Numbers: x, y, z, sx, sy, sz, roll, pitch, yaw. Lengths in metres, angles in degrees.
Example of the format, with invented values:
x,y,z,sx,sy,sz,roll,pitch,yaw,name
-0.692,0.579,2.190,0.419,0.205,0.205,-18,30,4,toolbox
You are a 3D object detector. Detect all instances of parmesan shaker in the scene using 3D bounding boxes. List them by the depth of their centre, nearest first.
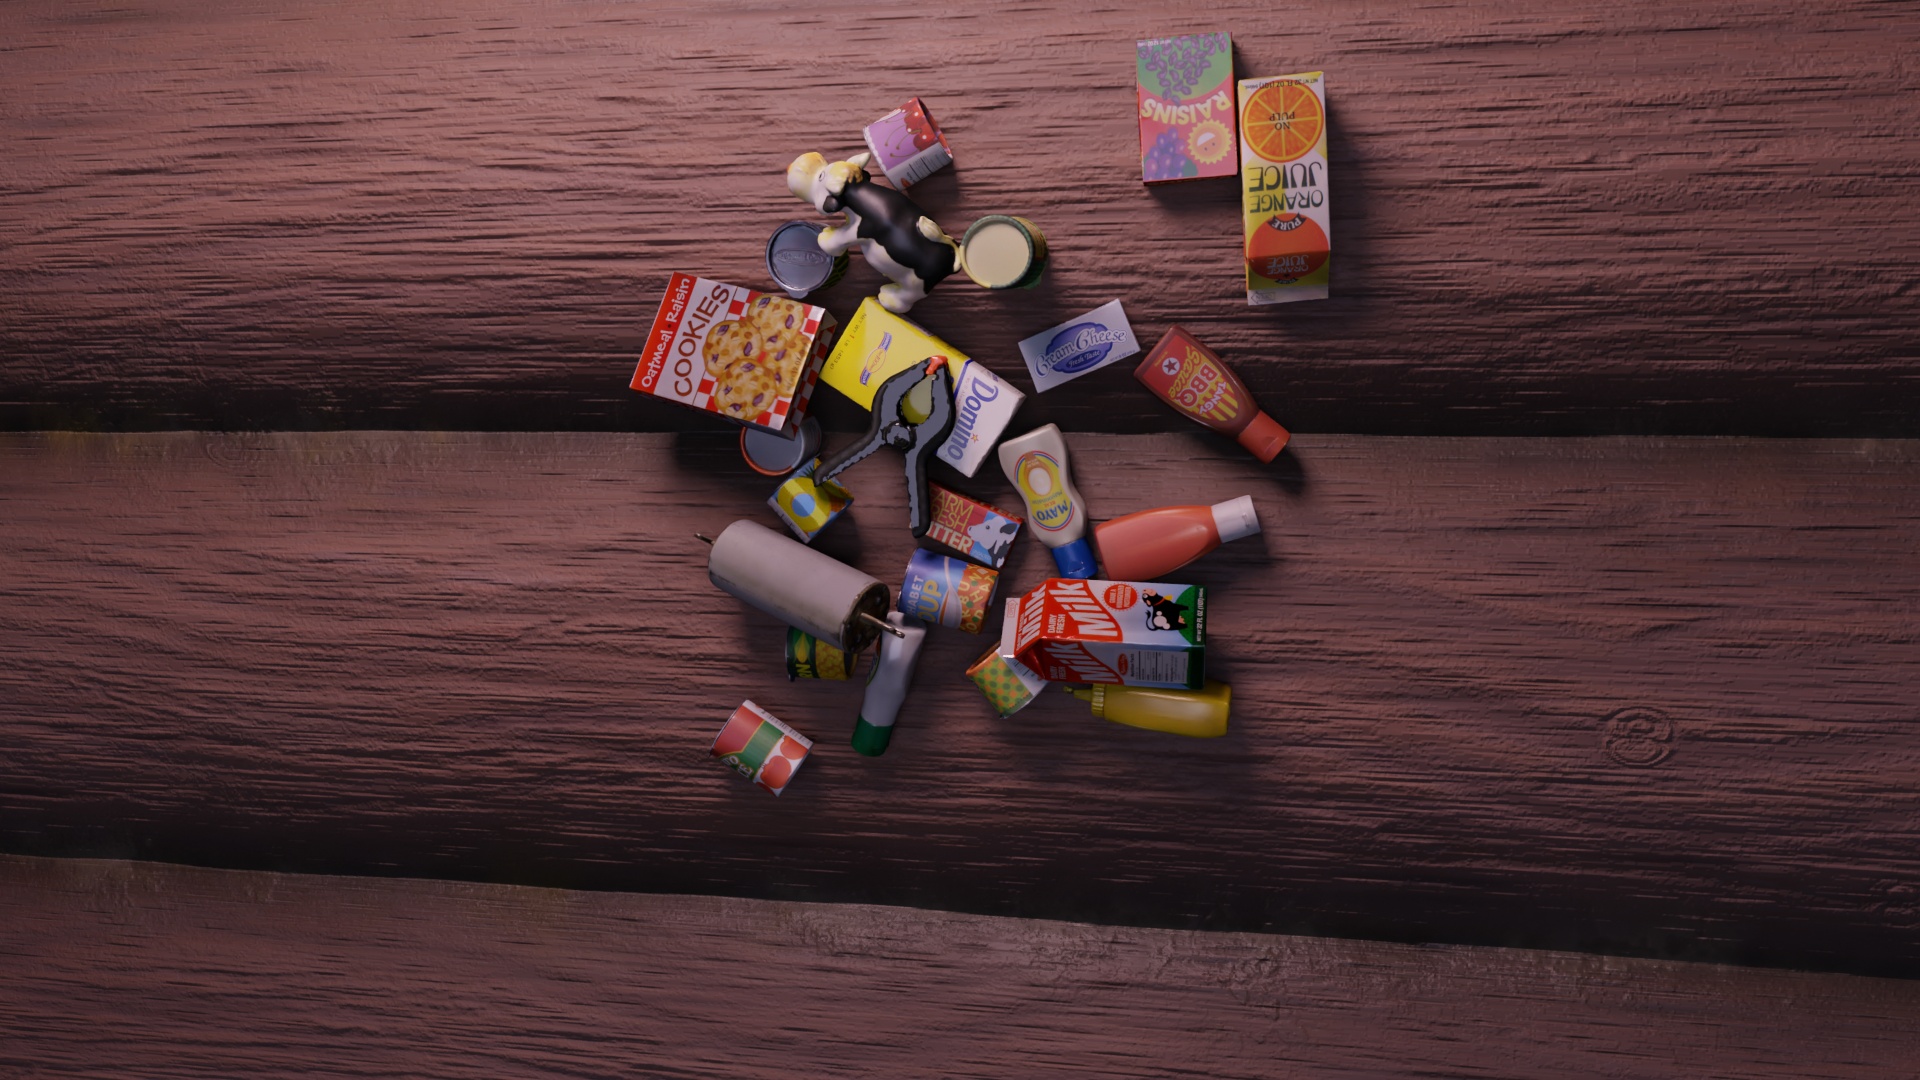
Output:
x,y,z,sx,sy,sz,roll,pitch,yaw,name
0.042,-0.257,1.252,0.071,0.103,0.071,2,101,10,parmesan shaker

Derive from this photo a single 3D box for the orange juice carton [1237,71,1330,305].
x,y,z,sx,sy,sz,roll,pitch,yaw,name
0.283,-0.305,1.216,0.072,0.073,0.192,-3,101,10,orange juice carton

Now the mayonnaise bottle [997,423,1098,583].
x,y,z,sx,sy,sz,roll,pitch,yaw,name
0.089,-0.033,1.319,0.064,0.041,0.148,-21,96,13,mayonnaise bottle

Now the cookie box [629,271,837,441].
x,y,z,sx,sy,sz,roll,pitch,yaw,name
-0.215,-0.175,1.312,0.167,0.040,0.123,17,82,18,cookie box

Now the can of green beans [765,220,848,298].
x,y,z,sx,sy,sz,roll,pitch,yaw,name
-0.144,-0.267,1.307,0.071,0.058,0.071,2,101,10,can of green beans

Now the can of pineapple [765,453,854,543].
x,y,z,sx,sy,sz,roll,pitch,yaw,name
-0.144,-0.040,1.346,0.071,0.071,0.058,-42,92,15,can of pineapple

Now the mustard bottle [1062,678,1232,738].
x,y,z,sx,sy,sz,roll,pitch,yaw,name
0.177,0.154,1.330,0.160,0.065,0.048,5,105,15,mustard bottle

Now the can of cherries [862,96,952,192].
x,y,z,sx,sy,sz,roll,pitch,yaw,name
-0.048,-0.364,1.268,0.058,0.071,0.071,-28,95,14,can of cherries

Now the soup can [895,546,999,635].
x,y,z,sx,sy,sz,roll,pitch,yaw,name
-0.012,0.051,1.338,0.084,0.071,0.071,17,103,6,soup can

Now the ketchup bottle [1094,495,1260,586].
x,y,z,sx,sy,sz,roll,pitch,yaw,name
0.204,-0.004,1.303,0.149,0.043,0.064,-17,98,13,ketchup bottle

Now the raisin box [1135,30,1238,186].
x,y,z,sx,sy,sz,roll,pitch,yaw,name
0.201,-0.382,1.234,0.086,0.040,0.123,-3,99,10,raisin box

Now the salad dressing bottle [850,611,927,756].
x,y,z,sx,sy,sz,roll,pitch,yaw,name
-0.073,0.144,1.374,0.044,0.064,0.147,16,111,-3,salad dressing bottle

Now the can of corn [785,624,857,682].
x,y,z,sx,sy,sz,roll,pitch,yaw,name
-0.136,0.107,1.372,0.058,0.071,0.071,3,101,9,can of corn

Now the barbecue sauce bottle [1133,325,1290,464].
x,y,z,sx,sy,sz,roll,pitch,yaw,name
0.234,-0.129,1.274,0.148,0.044,0.064,39,104,1,barbecue sauce bottle

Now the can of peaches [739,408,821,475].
x,y,z,sx,sy,sz,roll,pitch,yaw,name
-0.176,-0.098,1.345,0.071,0.058,0.071,2,102,9,can of peaches

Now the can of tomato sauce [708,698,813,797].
x,y,z,sx,sy,sz,roll,pitch,yaw,name
-0.202,0.212,1.404,0.083,0.071,0.071,33,105,2,can of tomato sauce

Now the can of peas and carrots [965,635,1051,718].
x,y,z,sx,sy,sz,roll,pitch,yaw,name
0.046,0.130,1.346,0.071,0.071,0.058,-40,91,15,can of peas and carrots

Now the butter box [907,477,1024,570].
x,y,z,sx,sy,sz,roll,pitch,yaw,name
0.005,-0.017,1.346,0.103,0.024,0.053,25,105,5,butter box

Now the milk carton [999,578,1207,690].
x,y,z,sx,sy,sz,roll,pitch,yaw,name
0.134,0.086,1.304,0.191,0.073,0.073,2,140,9,milk carton

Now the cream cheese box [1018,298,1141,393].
x,y,z,sx,sy,sz,roll,pitch,yaw,name
0.111,-0.181,1.296,0.103,0.024,0.053,-22,95,13,cream cheese box
